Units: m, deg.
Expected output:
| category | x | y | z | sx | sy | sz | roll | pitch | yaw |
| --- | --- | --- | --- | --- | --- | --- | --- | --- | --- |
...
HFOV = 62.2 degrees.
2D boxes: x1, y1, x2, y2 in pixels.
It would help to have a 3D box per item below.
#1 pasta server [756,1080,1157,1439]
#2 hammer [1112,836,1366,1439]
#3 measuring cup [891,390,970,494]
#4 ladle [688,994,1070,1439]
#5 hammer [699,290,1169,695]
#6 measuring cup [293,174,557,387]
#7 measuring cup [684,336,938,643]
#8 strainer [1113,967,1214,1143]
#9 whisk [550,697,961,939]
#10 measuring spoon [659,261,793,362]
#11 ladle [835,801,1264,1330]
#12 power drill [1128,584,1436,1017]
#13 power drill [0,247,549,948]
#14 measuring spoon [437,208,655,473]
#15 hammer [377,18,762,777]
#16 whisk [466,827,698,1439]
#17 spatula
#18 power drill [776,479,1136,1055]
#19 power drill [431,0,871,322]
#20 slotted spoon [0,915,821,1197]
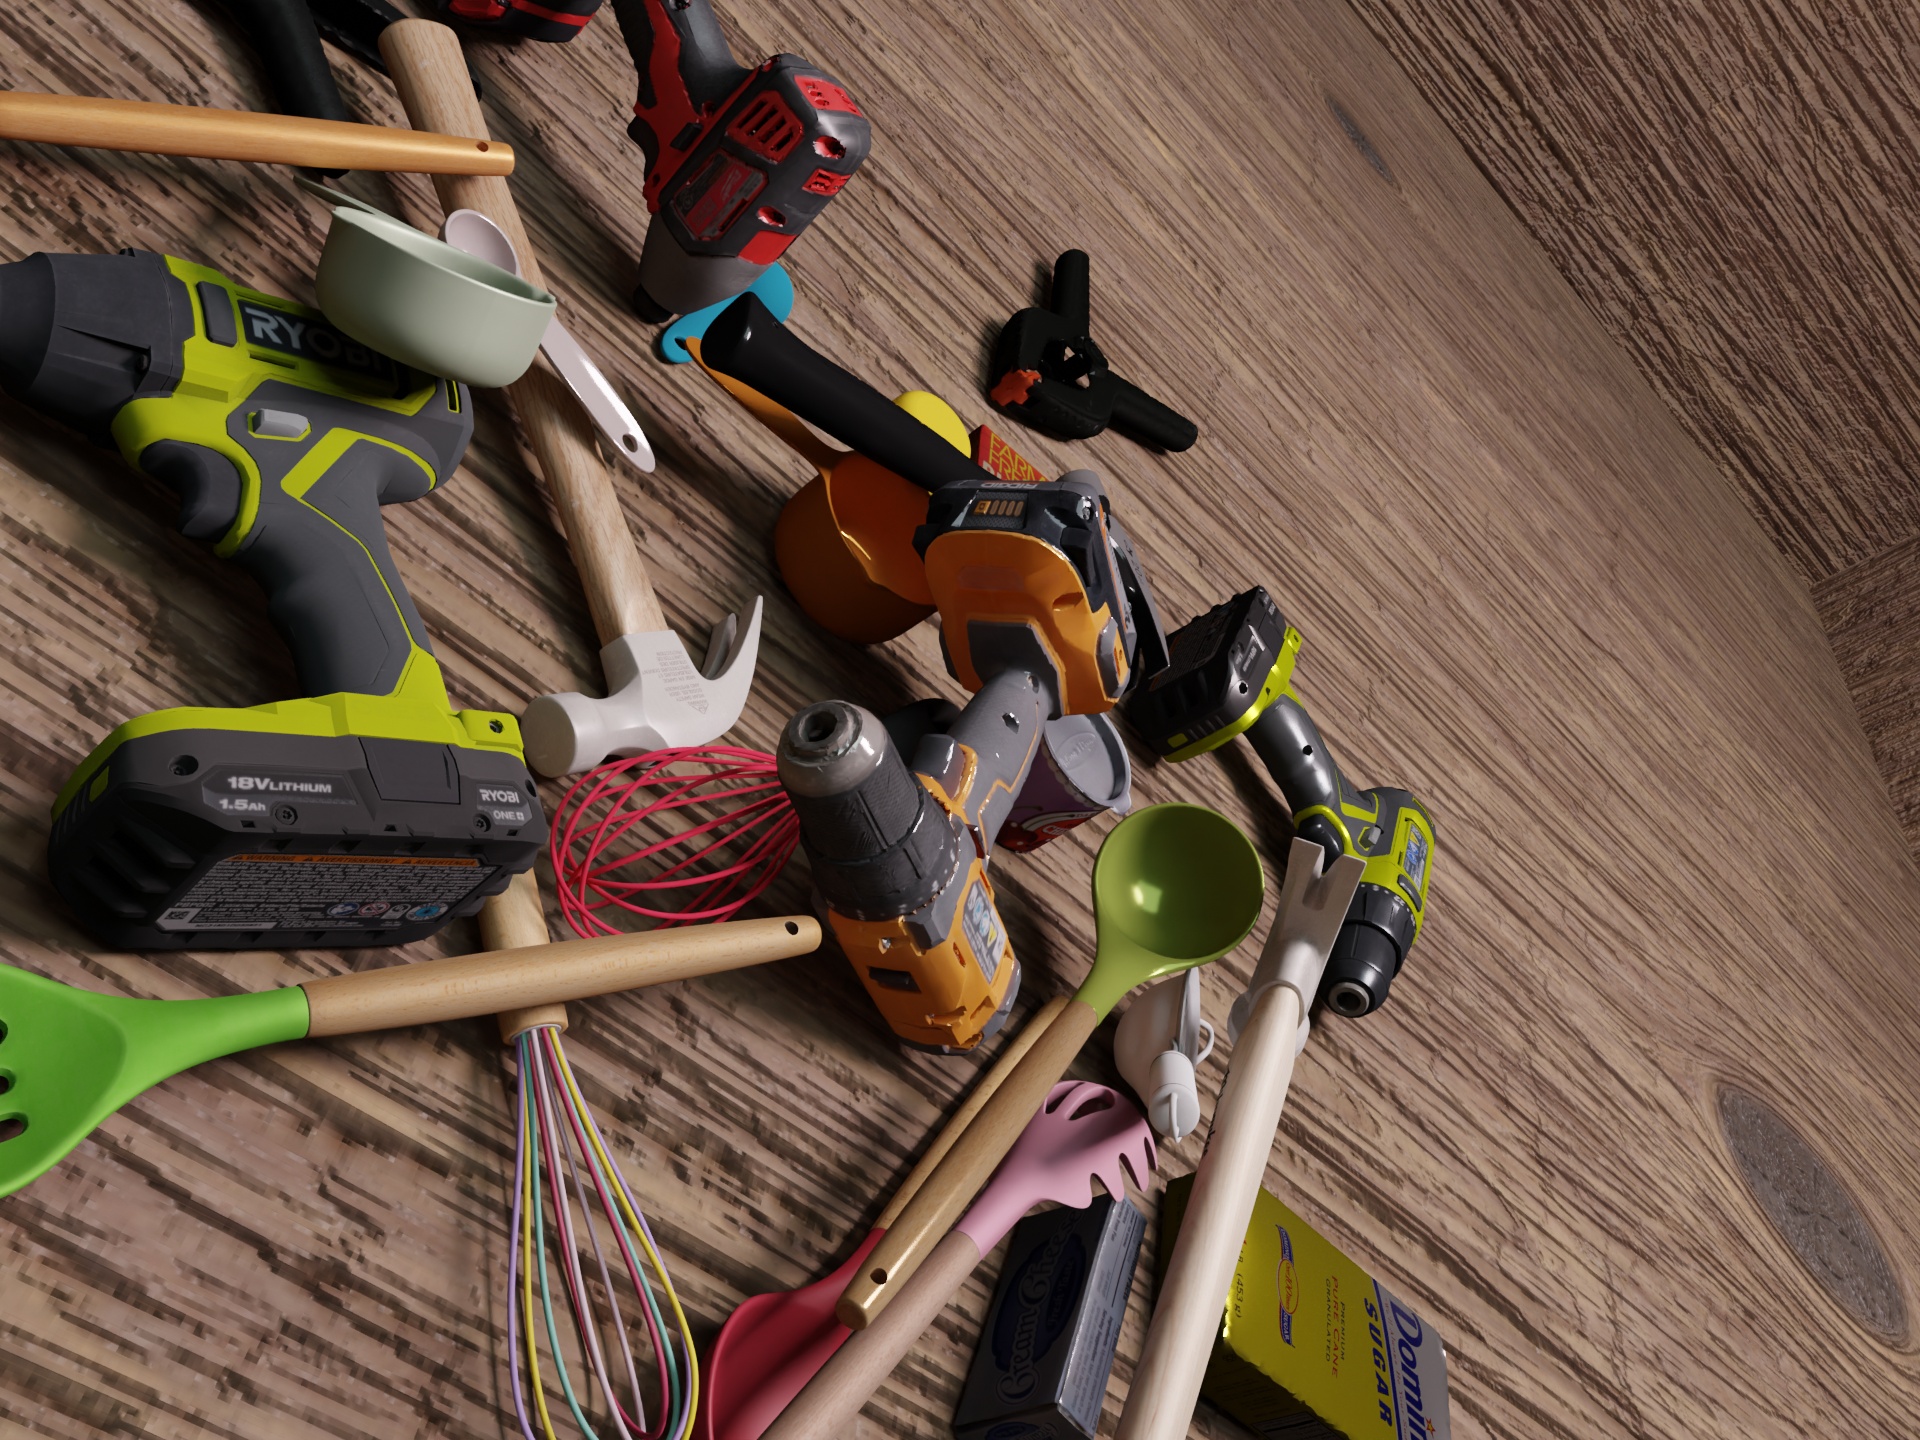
| category | x | y | z | sx | sy | sz | roll | pitch | yaw |
| --- | --- | --- | --- | --- | --- | --- | --- | --- | --- |
| pasta server | -0.013 | 0.203 | 0.545 | 0.316 | 0.060 | 0.040 | -31 | 124 | -55 |
| hammer | 0.084 | 0.230 | 0.602 | 0.038 | 0.146 | 0.411 | 18 | 48 | 12 |
| measuring cup | -0.053 | -0.170 | 0.853 | 0.156 | 0.029 | 0.062 | 22 | 47 | -43 |
| ladle | -0.017 | 0.186 | 0.617 | 0.315 | 0.031 | 0.069 | -39 | 111 | -58 |
| hammer | -0.001 | -0.114 | 0.775 | 0.334 | 0.035 | 0.146 | 24 | 41 | -51 |
| measuring cup | -0.209 | -0.161 | 0.571 | 0.083 | 0.038 | 0.168 | 11 | 18 | -48 |
| measuring cup | -0.077 | -0.107 | 0.756 | 0.173 | 0.052 | 0.095 | 42 | 37 | -18 |
| strainer | 0.090 | 0.151 | 0.693 | 0.258 | 0.050 | 0.087 | 34 | 61 | -82 |
| whisk | -0.067 | 0.027 | 0.659 | 0.073 | 0.073 | 0.296 | 60 | 28 | 4 |
| measuring spoon | -0.117 | -0.211 | 0.813 | 0.042 | 0.021 | 0.129 | 49 | 34 | -12 |
| ladle | 0.042 | 0.122 | 0.630 | 0.078 | 0.062 | 0.320 | 32 | 33 | 14 |
| power drill | 0.202 | 0.050 | 0.956 | 0.228 | 0.080 | 0.191 | 52 | 34 | -12 |
| power drill | -0.226 | -0.046 | 0.503 | 0.171 | 0.080 | 0.223 | 8 | 53 | -49 |
| measuring spoon | -0.165 | -0.146 | 0.634 | 0.124 | 0.018 | 0.034 | 53 | 35 | -27 |
| hammer | -0.170 | -0.139 | 0.658 | 0.130 | 0.031 | 0.331 | -11 | 77 | -56 |
| whisk | -0.130 | 0.121 | 0.516 | 0.051 | 0.047 | 0.245 | 8 | 54 | -47 |
| spatula | -0.300 | -0.209 | 0.538 | 0.322 | 0.041 | 0.081 | -11 | 71 | -40 |
| power drill | -0.001 | -0.002 | 0.652 | 0.185 | 0.084 | 0.226 | 67 | 36 | -47 |
| power drill | -0.152 | -0.304 | 0.752 | 0.220 | 0.143 | 0.078 | 54 | 30 | 6 |
| slotted spoon | -0.169 | 0.084 | 0.470 | 0.313 | 0.031 | 0.070 | -3 | 57 | -42 |
